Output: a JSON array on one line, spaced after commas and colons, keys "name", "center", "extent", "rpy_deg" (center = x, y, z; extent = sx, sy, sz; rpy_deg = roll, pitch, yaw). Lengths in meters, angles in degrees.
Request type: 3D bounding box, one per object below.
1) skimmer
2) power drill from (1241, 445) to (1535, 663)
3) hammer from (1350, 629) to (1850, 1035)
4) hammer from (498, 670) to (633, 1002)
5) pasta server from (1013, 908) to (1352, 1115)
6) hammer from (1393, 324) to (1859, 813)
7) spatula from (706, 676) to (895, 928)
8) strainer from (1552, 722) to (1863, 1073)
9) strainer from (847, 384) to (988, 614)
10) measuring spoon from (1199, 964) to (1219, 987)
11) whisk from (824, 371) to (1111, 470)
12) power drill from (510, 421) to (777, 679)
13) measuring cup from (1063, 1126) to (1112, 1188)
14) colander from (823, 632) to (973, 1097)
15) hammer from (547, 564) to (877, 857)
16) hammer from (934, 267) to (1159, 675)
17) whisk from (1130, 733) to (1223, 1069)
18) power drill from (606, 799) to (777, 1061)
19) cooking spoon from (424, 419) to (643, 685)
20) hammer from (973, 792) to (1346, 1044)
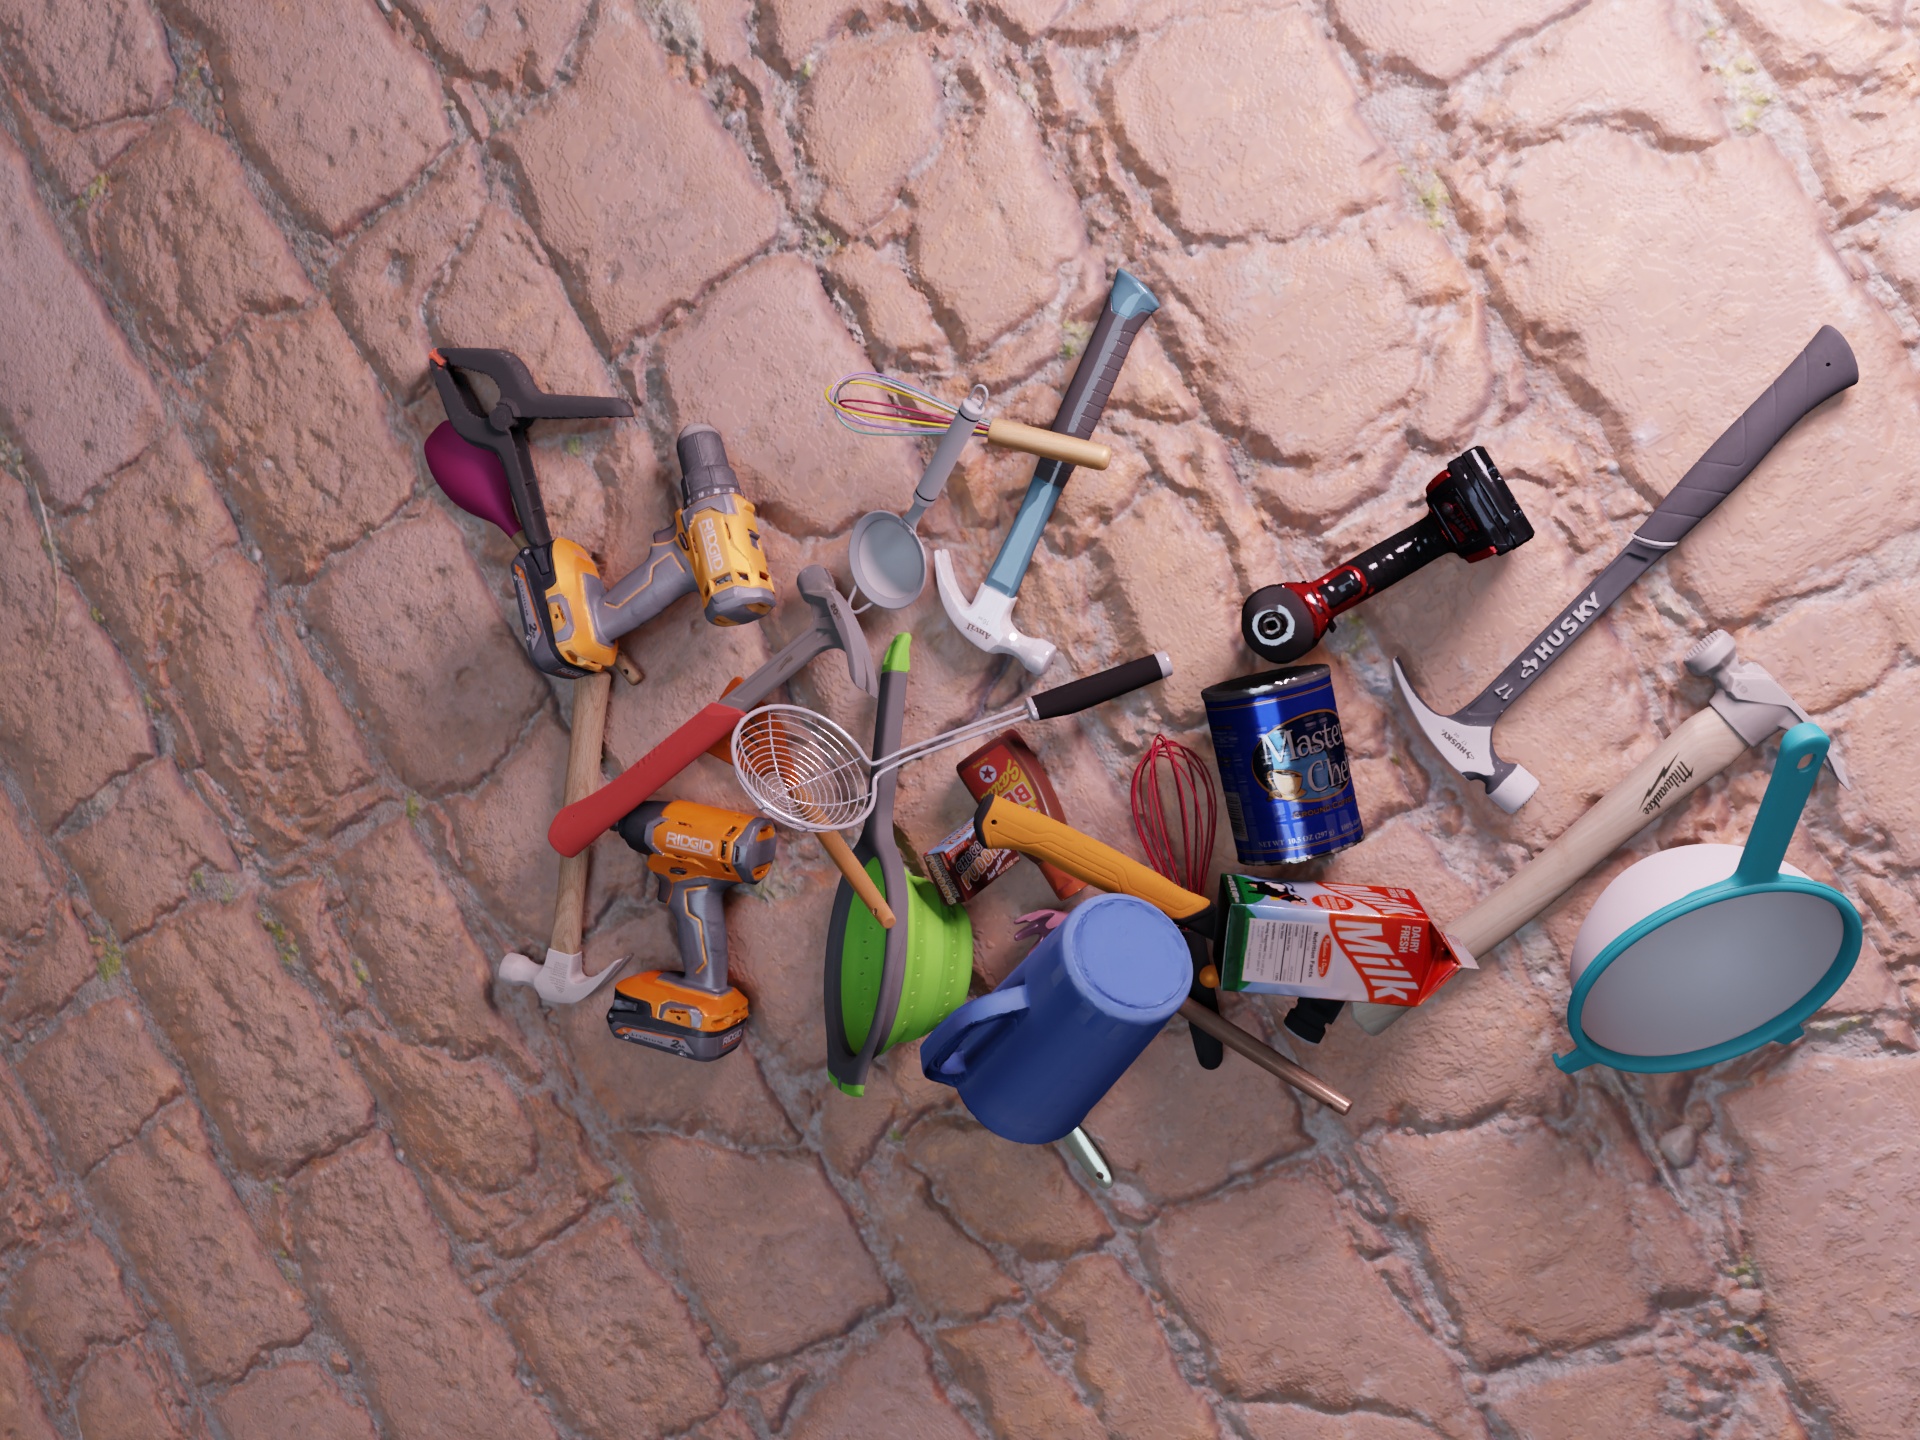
[{"name": "skimmer", "center": [-0.002, -0.004, 1.288], "extent": [0.363, 0.090, 0.127], "rpy_deg": [-19, 55, -2]}, {"name": "power drill", "center": [0.312, -0.114, 1.199], "extent": [0.219, 0.143, 0.078], "rpy_deg": [-31, 85, 18]}, {"name": "hammer", "center": [0.473, 0.119, 1.235], "extent": [0.146, 0.038, 0.410], "rpy_deg": [47, 110, 5]}, {"name": "hammer", "center": [-0.367, 0.114, 1.527], "extent": [0.130, 0.031, 0.331], "rpy_deg": [12, 102, 17]}, {"name": "pasta server", "center": [0.178, 0.240, 1.315], "extent": [0.316, 0.040, 0.060], "rpy_deg": [30, 143, 29]}, {"name": "hammer", "center": [0.500, -0.123, 1.189], "extent": [0.149, 0.036, 0.409], "rpy_deg": [43, 109, 9]}, {"name": "spatula", "center": [-0.138, 0.076, 1.371], "extent": [0.081, 0.041, 0.323], "rpy_deg": [-61, 41, 17]}, {"name": "strainer", "center": [0.531, 0.112, 1.126], "extent": [0.211, 0.095, 0.340], "rpy_deg": [-7, 131, -4]}, {"name": "strainer", "center": [-0.031, -0.181, 1.323], "extent": [0.087, 0.050, 0.258], "rpy_deg": [48, 136, 15]}, {"name": "measuring spoon", "center": [0.250, 0.189, 1.313], "extent": [0.117, 0.011, 0.021], "rpy_deg": [-29, 108, -1]}, {"name": "whisk", "center": [0.003, -0.240, 1.301], "extent": [0.245, 0.047, 0.051], "rpy_deg": [16, 102, 11]}, {"name": "power drill", "center": [-0.285, -0.150, 1.421], "extent": [0.226, 0.084, 0.185], "rpy_deg": [-20, 76, 16]}, {"name": "measuring cup", "center": [0.078, 0.349, 1.405], "extent": [0.083, 0.038, 0.167], "rpy_deg": [-39, 83, 20]}, {"name": "colander", "center": [-0.040, 0.125, 1.382], "extent": [0.094, 0.204, 0.397], "rpy_deg": [8, 84, -18]}, {"name": "hammer", "center": [-0.229, 0.019, 1.414], "extent": [0.359, 0.036, 0.149], "rpy_deg": [-37, 52, 17]}, {"name": "hammer", "center": [0.080, -0.210, 1.321], "extent": [0.128, 0.033, 0.331], "rpy_deg": [28, 106, 12]}, {"name": "whisk", "center": [0.190, 0.154, 1.329], "extent": [0.073, 0.073, 0.295], "rpy_deg": [-6, 102, 20]}, {"name": "power drill", "center": [-0.264, 0.186, 1.479], "extent": [0.164, 0.084, 0.226], "rpy_deg": [11, 98, 19]}, {"name": "cooking spoon", "center": [-0.403, -0.157, 1.504], "extent": [0.068, 0.017, 0.319], "rpy_deg": [-42, 83, 18]}, {"name": "hammer", "center": [0.168, 0.137, 1.275], "extent": [0.337, 0.034, 0.127], "rpy_deg": [26, 102, -4]}]
